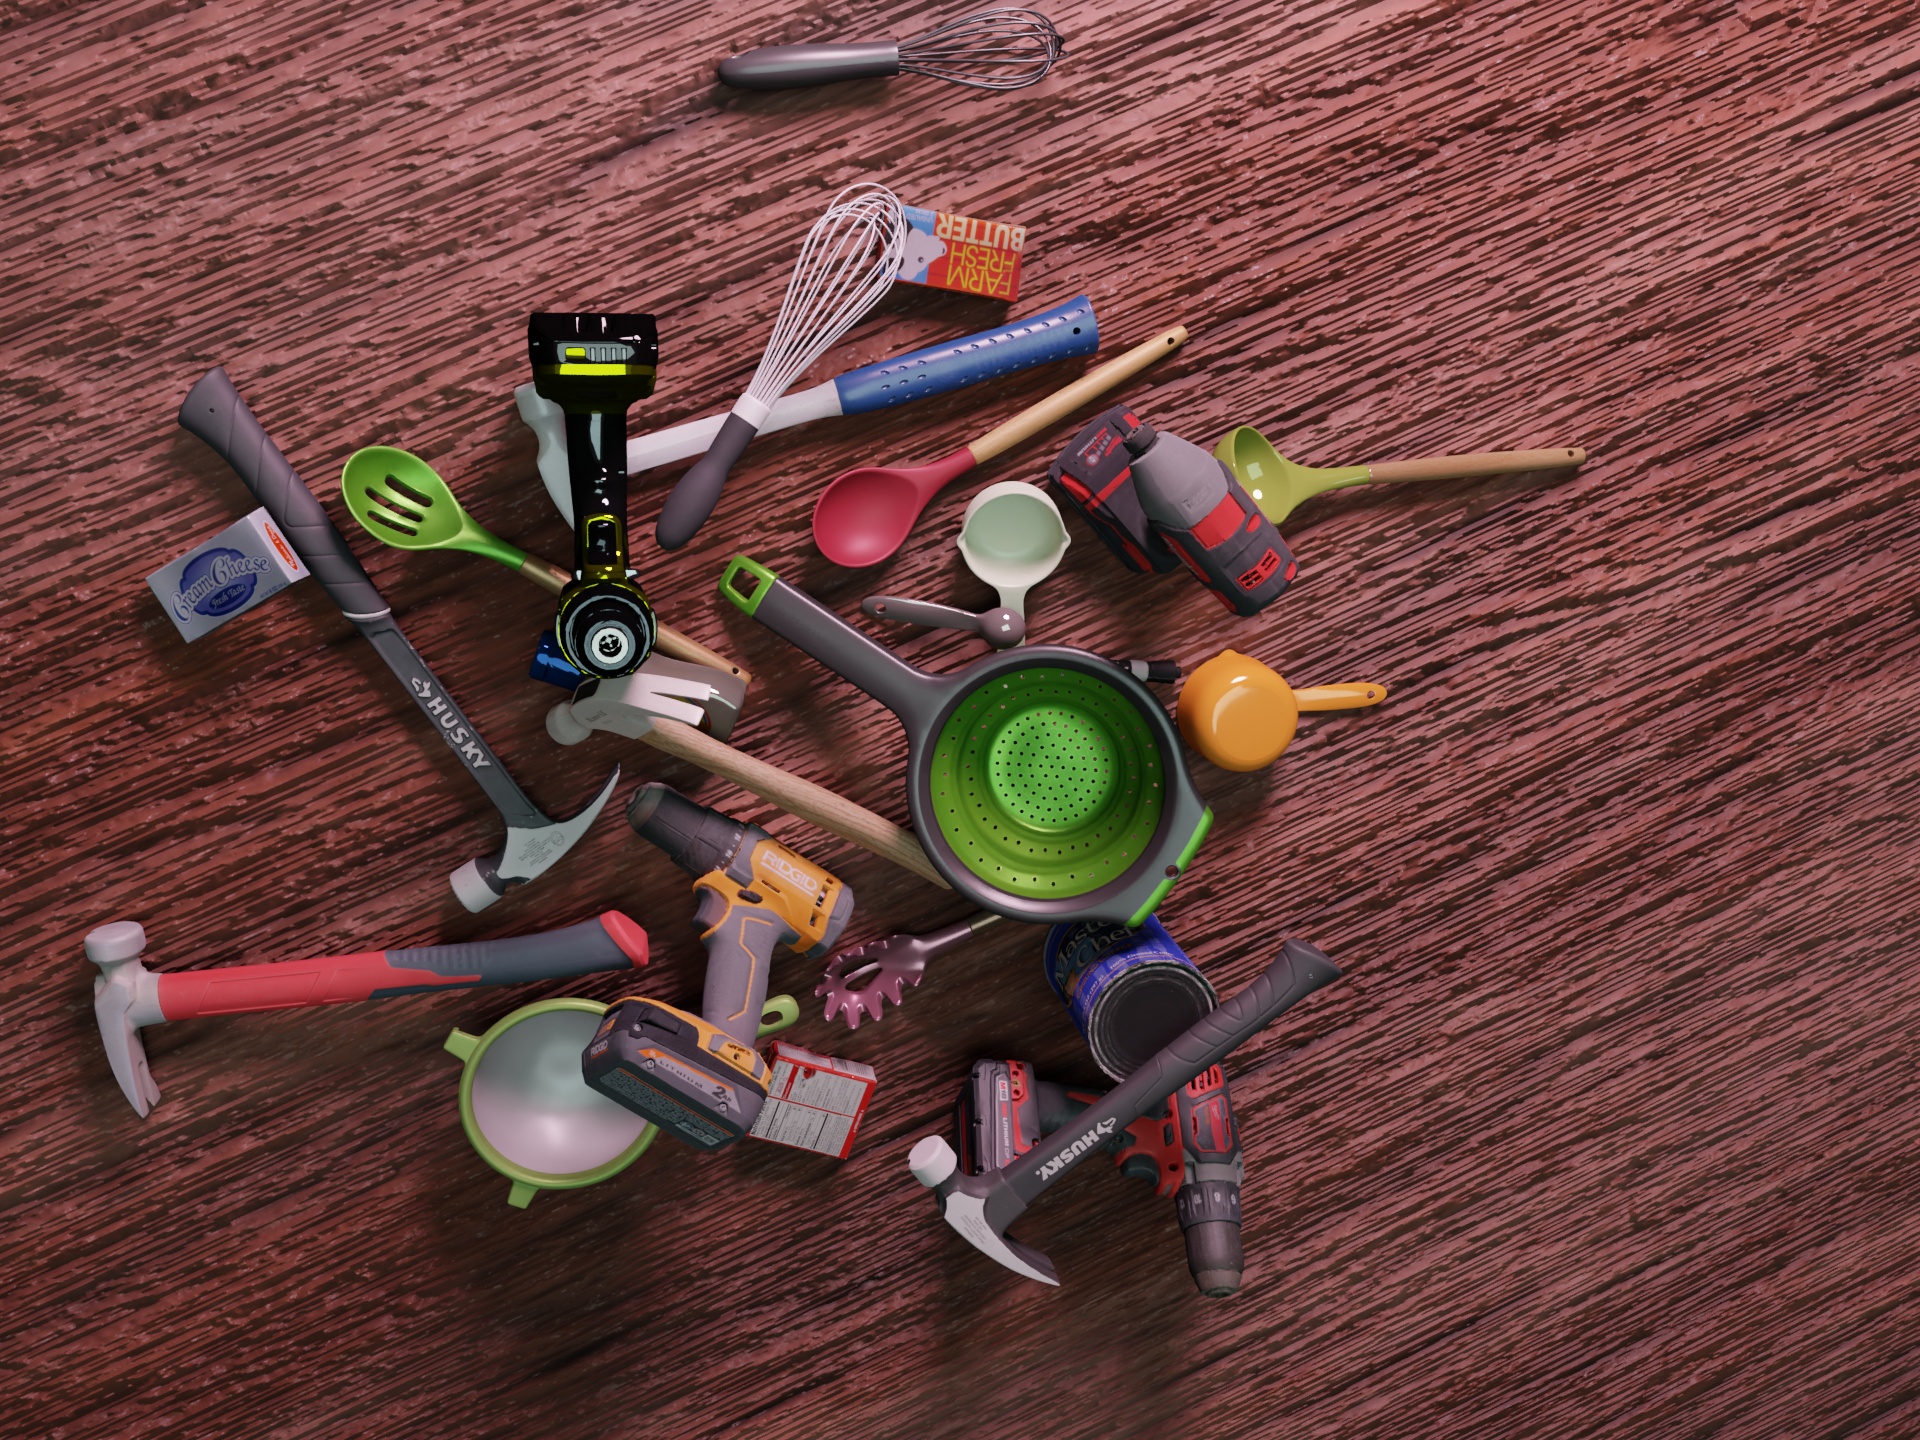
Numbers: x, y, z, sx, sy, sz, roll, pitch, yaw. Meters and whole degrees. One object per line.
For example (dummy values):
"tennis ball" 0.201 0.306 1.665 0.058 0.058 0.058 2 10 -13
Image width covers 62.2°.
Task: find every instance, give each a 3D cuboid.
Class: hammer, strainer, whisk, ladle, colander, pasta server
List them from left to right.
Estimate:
"hammer" -0.421 0.199 1.155 0.386 0.038 0.143 -5 107 -4
"hammer" -0.398 -0.062 1.112 0.149 0.036 0.408 -33 108 -2
"strainer" -0.248 0.252 1.206 0.256 0.069 0.151 -19 106 -9
"whisk" -0.123 -0.235 1.072 0.070 0.070 0.284 33 92 -17
"hammer" -0.127 0.049 1.155 0.331 0.130 0.031 28 60 -29
"hammer" -0.096 -0.221 1.129 0.405 0.035 0.144 -17 107 -6
"whisk" -0.044 -0.446 1.075 0.239 0.055 0.055 -7 106 -5
"colander" -0.002 -0.004 1.186 0.397 0.094 0.204 34 100 1
"ladle" 0.030 -0.207 1.162 0.315 0.031 0.069 -31 110 -4
"pasta server" 0.034 0.154 1.250 0.316 0.040 0.060 -23 104 -5
"hammer" 0.135 0.272 1.152 0.335 0.035 0.146 -37 107 0
"ladle" 0.338 -0.194 1.210 0.320 0.062 0.078 -7 78 -12

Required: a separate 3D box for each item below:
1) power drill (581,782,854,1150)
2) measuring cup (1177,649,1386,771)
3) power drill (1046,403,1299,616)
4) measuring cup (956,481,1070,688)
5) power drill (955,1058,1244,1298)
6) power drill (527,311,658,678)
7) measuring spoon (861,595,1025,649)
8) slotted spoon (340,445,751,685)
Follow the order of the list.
"power drill" -0.188 0.164 1.132 0.185 0.226 0.084 36 138 -18
"measuring cup" 0.259 -0.008 1.242 0.173 0.052 0.095 -6 105 -7
"power drill" 0.140 -0.152 1.095 0.078 0.220 0.143 -44 108 2
"measuring cup" 0.037 -0.100 1.191 0.083 0.038 0.167 -1 122 -3
"power drill" 0.116 0.355 1.250 0.226 0.188 0.080 4 145 -11
"power drill" -0.228 -0.139 1.009 0.080 0.191 0.228 -3 100 -13
"measuring spoon" -0.013 -0.073 1.178 0.124 0.018 0.034 10 127 1
"slotted spoon" -0.287 -0.097 1.125 0.313 0.031 0.070 29 59 -20
